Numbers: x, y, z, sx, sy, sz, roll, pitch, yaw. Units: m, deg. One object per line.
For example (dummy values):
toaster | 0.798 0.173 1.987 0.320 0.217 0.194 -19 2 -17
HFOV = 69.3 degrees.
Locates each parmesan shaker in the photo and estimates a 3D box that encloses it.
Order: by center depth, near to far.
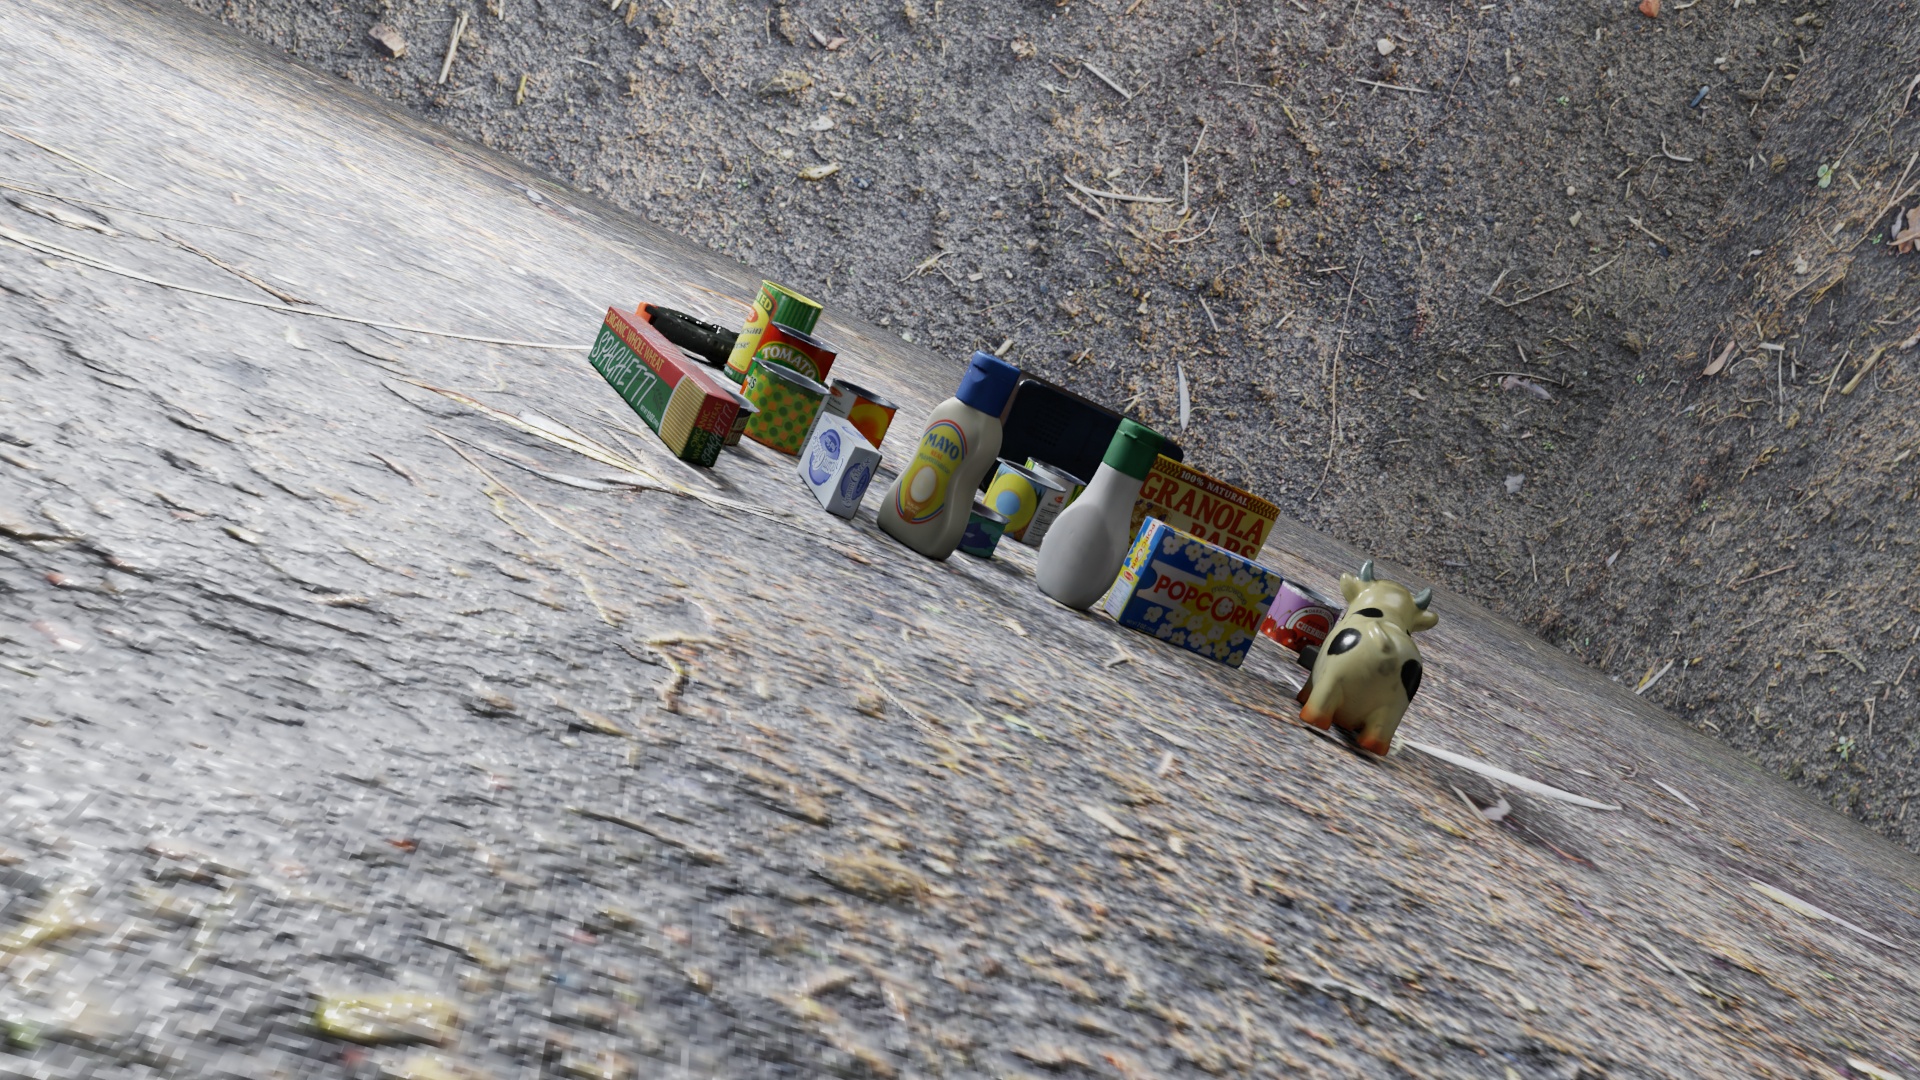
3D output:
parmesan shaker | -0.188 -0.201 1.398 0.071 0.103 0.071 25 9 -4

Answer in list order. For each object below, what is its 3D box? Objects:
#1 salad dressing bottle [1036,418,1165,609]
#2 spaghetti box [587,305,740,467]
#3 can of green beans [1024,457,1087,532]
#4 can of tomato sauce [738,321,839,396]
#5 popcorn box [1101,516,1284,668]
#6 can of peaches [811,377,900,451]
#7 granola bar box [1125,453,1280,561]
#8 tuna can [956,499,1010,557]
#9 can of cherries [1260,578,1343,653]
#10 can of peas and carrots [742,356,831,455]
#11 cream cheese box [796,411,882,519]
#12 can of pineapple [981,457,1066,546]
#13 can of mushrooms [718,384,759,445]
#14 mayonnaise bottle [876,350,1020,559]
salad dressing bottle | 0.109 -0.021 1.069 0.064 0.147 0.044 30 10 27
spaghetti box | -0.225 -0.119 1.029 0.029 0.050 0.251 19 12 -35
can of green beans | 0.086 -0.044 1.402 0.071 0.057 0.071 25 9 -4
can of tomato sauce | -0.156 -0.144 1.239 0.071 0.083 0.071 25 9 -4
popcorn box | 0.189 0.043 1.121 0.127 0.085 0.038 21 10 -25
can of peaches | -0.097 -0.109 1.277 0.071 0.058 0.071 25 9 -4
granola bar box | 0.205 -0.007 1.307 0.165 0.124 0.039 21 10 -29
tuna can | 0.004 -0.014 1.106 0.071 0.032 0.071 25 10 -4
can of cherries | 0.345 0.080 1.405 0.071 0.058 0.071 25 9 -4
can of peas and carrots | -0.151 -0.110 1.146 0.071 0.058 0.071 25 9 -4
cream cheese box | -0.091 -0.056 1.029 0.024 0.053 0.104 22 10 -25
can of pineapple | 0.054 -0.035 1.271 0.071 0.057 0.071 25 9 -4
can of mushrooms | -0.191 -0.100 1.060 0.071 0.033 0.071 25 10 -4
mayonnaise bottle | -0.005 -0.064 1.004 0.065 0.147 0.041 31 11 31
